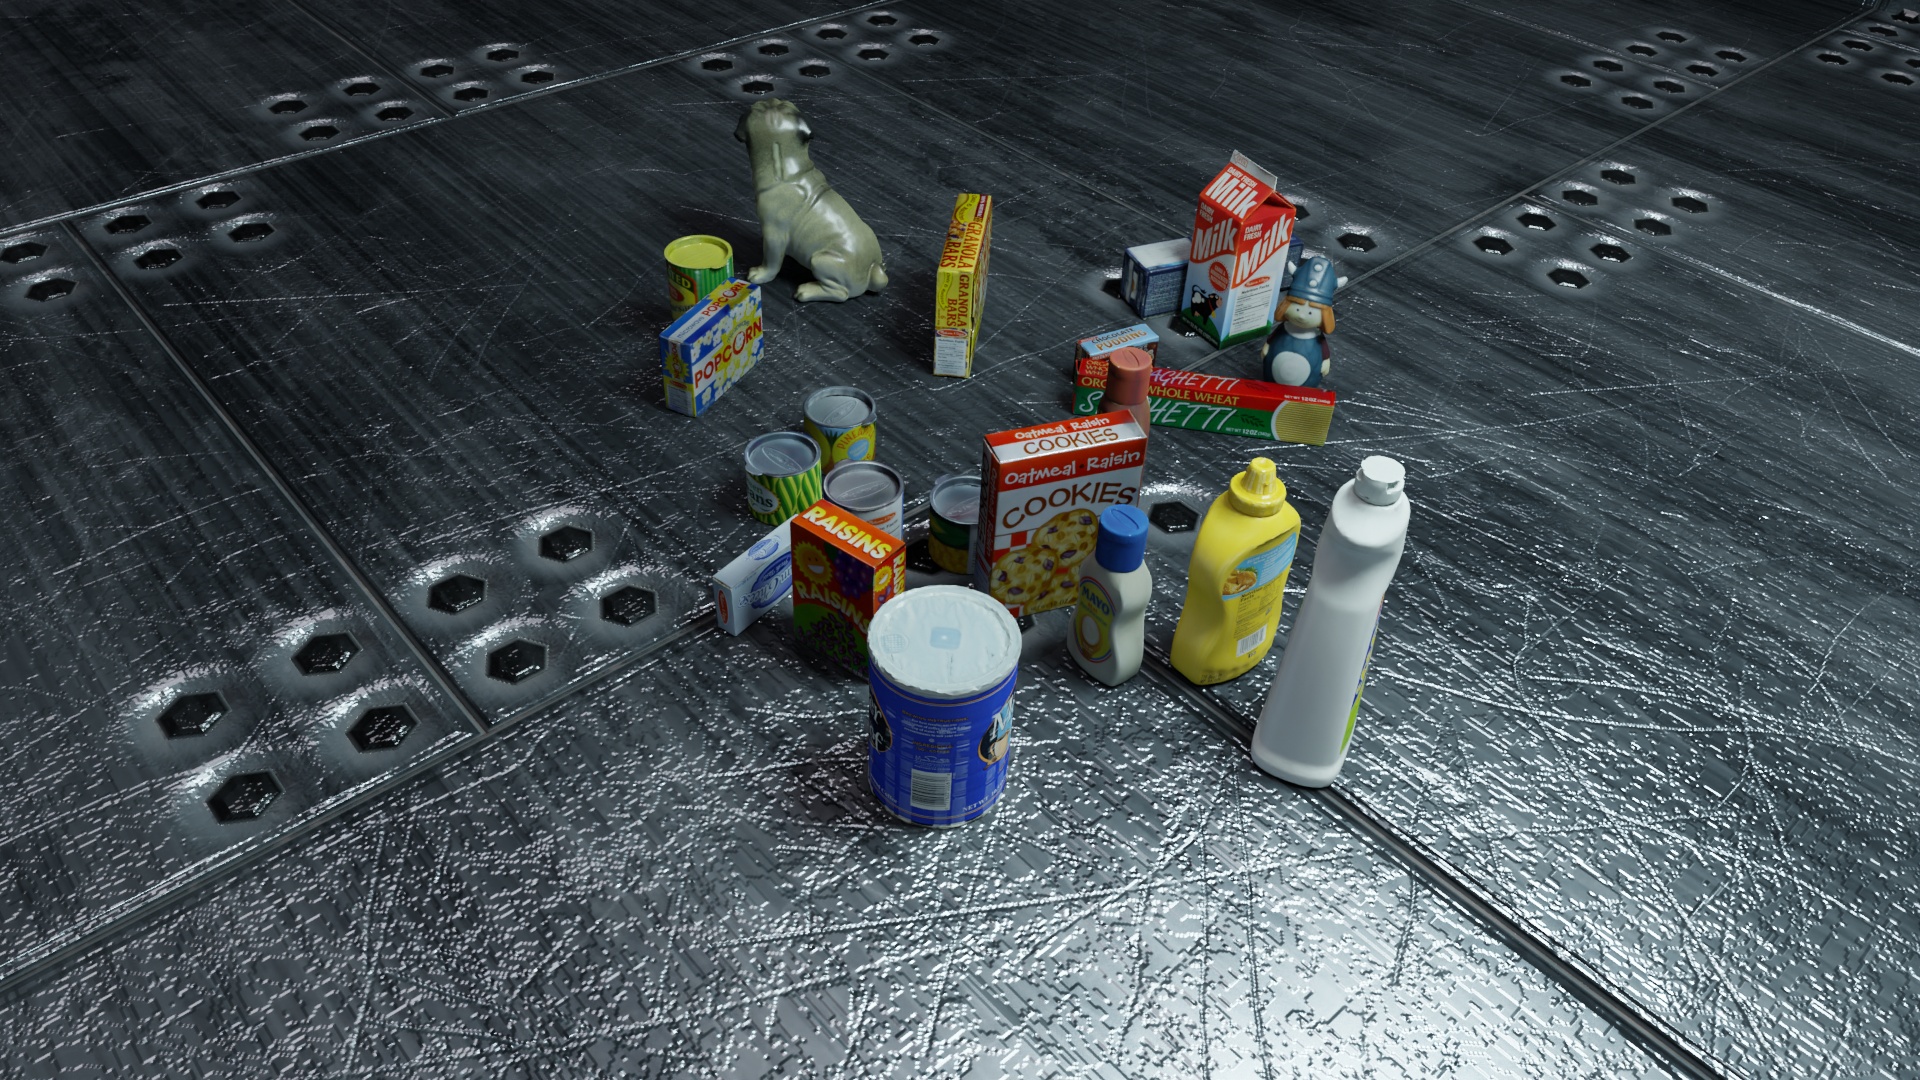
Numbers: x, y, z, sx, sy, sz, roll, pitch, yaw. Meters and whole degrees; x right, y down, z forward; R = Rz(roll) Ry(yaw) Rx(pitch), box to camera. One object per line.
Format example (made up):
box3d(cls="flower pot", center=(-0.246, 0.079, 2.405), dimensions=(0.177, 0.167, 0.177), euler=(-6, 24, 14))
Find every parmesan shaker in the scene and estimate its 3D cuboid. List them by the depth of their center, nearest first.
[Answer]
box3d(cls="parmesan shaker", center=(-0.260, -0.246, 1.404), dimensions=(0.071, 0.102, 0.072), euler=(2, 40, -2))

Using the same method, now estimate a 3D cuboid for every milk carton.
box3d(cls="milk carton", center=(0.289, -0.302, 1.440), dimensions=(0.074, 0.189, 0.072), euler=(-19, 45, -24))

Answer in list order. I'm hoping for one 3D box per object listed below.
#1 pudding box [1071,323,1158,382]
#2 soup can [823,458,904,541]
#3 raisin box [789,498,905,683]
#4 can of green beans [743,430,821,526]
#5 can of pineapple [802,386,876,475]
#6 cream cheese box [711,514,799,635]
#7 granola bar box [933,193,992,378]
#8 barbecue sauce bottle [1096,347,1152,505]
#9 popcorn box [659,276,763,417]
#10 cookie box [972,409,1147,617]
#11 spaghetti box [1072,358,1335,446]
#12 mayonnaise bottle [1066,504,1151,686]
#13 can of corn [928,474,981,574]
box3d(cls="pudding box", center=(0.156, -0.184, 1.400), dimensions=(0.084, 0.049, 0.030), euler=(-17, 44, -22))
box3d(cls="soup can", center=(-0.082, -0.016, 1.159), dimensions=(0.071, 0.083, 0.072), euler=(2, 40, -2))
box3d(cls="raisin box", center=(-0.086, 0.039, 1.063), dimensions=(0.086, 0.122, 0.040), euler=(28, 46, 27))
box3d(cls="can of green beans", center=(-0.155, -0.054, 1.219), dimensions=(0.071, 0.057, 0.071), euler=(2, 40, -2))
box3d(cls="can of pineapple", center=(-0.110, -0.099, 1.275), dimensions=(0.071, 0.057, 0.071), euler=(2, 40, -2))
box3d(cls="cream cheese box", center=(-0.157, 0.027, 1.126), dimensions=(0.024, 0.053, 0.104), euler=(26, 45, 25))
box3d(cls="granola bar box", center=(0.004, -0.263, 1.426), dimensions=(0.039, 0.123, 0.166), euler=(6, 40, 4))
box3d(cls="barbecue sauce bottle", center=(0.142, -0.099, 1.222), dimensions=(0.044, 0.147, 0.065), euler=(-9, 42, -14))
box3d(cls="popcorn box", center=(-0.241, -0.189, 1.352), dimensions=(0.038, 0.084, 0.127), euler=(18, 42, 17))
box3d(cls="cookie box", center=(0.076, -0.018, 1.108), dimensions=(0.123, 0.166, 0.040), euler=(-11, 42, -17))
box3d(cls="spaghetti box", center=(0.232, -0.134, 1.346), dimensions=(0.250, 0.049, 0.029), euler=(8, 40, 6))
box3d(cls="mayonnaise bottle", center=(0.116, 0.040, 1.056), dimensions=(0.041, 0.147, 0.065), euler=(-24, 47, -29))
box3d(cls="can of corn", center=(0.004, -0.015, 1.183), dimensions=(0.071, 0.058, 0.071), euler=(2, 40, -2))
